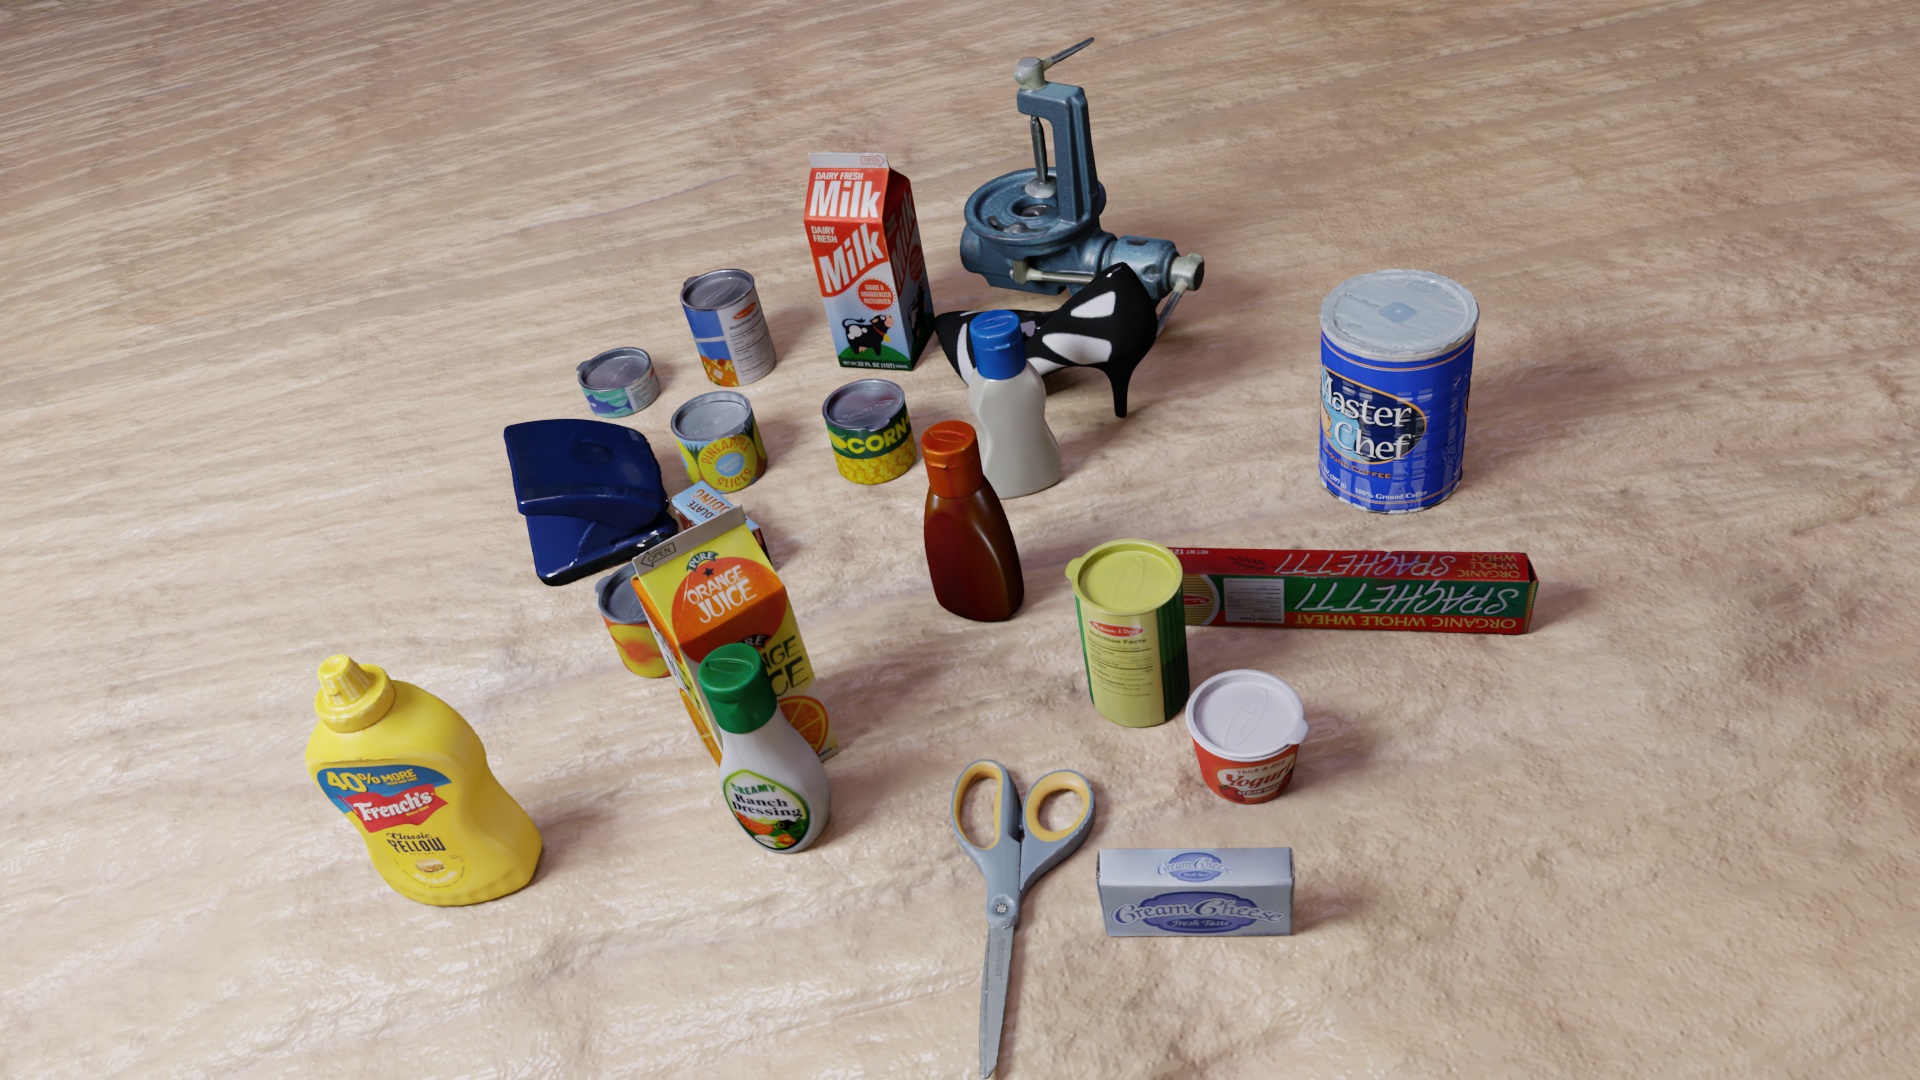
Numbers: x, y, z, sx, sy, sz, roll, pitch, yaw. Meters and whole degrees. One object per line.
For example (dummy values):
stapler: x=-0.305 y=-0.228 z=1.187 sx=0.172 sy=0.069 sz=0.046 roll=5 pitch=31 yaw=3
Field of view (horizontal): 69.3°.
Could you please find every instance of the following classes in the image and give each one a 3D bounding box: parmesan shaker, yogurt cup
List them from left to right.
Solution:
parmesan shaker: x=0.105 y=0.058 z=0.865 sx=0.071 sy=0.102 sz=0.072 roll=-7 pitch=41 yaw=6
yogurt cup: x=0.168 y=0.118 z=0.820 sx=0.072 sy=0.053 sz=0.073 roll=-7 pitch=41 yaw=6

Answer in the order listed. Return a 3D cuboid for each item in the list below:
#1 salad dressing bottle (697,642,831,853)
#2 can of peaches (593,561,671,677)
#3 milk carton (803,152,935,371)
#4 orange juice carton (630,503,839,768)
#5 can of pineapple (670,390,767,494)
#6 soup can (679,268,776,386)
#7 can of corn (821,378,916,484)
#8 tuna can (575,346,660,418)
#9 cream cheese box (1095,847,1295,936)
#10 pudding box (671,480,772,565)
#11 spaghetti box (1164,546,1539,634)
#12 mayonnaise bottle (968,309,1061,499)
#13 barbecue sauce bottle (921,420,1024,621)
salad dressing bottle: x=-0.116 y=0.122 z=0.809 sx=0.064 sy=0.147 sz=0.044 roll=4 pitch=43 yaw=17
can of peaches: x=-0.217 y=0.054 z=0.978 sx=0.071 sy=0.057 sz=0.071 roll=-7 pitch=41 yaw=6
milk carton: x=-0.078 y=-0.242 z=1.180 sx=0.072 sy=0.189 sz=0.074 roll=5 pitch=44 yaw=19
orange juice carton: x=-0.140 y=0.064 z=0.846 sx=0.072 sy=0.191 sz=0.073 roll=-29 pitch=44 yaw=-19
can of pineapple: x=-0.194 y=-0.078 z=1.122 sx=0.071 sy=0.057 sz=0.071 roll=-7 pitch=41 yaw=6
soup can: x=-0.206 y=-0.189 z=1.230 sx=0.071 sy=0.083 sz=0.072 roll=-7 pitch=41 yaw=6
can of corn: x=-0.070 y=-0.085 z=1.100 sx=0.071 sy=0.058 sz=0.071 roll=-7 pitch=41 yaw=6
tuna can: x=-0.306 y=-0.141 z=1.237 sx=0.071 sy=0.032 sz=0.071 roll=-7 pitch=41 yaw=6
cream cheese box: x=0.127 y=0.190 z=0.748 sx=0.104 sy=0.053 sz=0.024 roll=-3 pitch=42 yaw=10
pudding box: x=-0.179 y=-0.004 z=1.041 sx=0.030 sy=0.049 sz=0.084 roll=-34 pitch=46 yaw=-24
spaghetti box: x=0.239 y=0.032 z=0.903 sx=0.250 sy=0.050 sz=0.029 roll=1 pitch=42 yaw=14
mayonnaise bottle: x=0.036 y=-0.099 z=1.024 sx=0.065 sy=0.147 sz=0.041 roll=-16 pitch=41 yaw=-4
barbecue sauce bottle: x=0.003 y=-0.012 z=0.932 sx=0.065 sy=0.147 sz=0.044 roll=12 pitch=46 yaw=25
